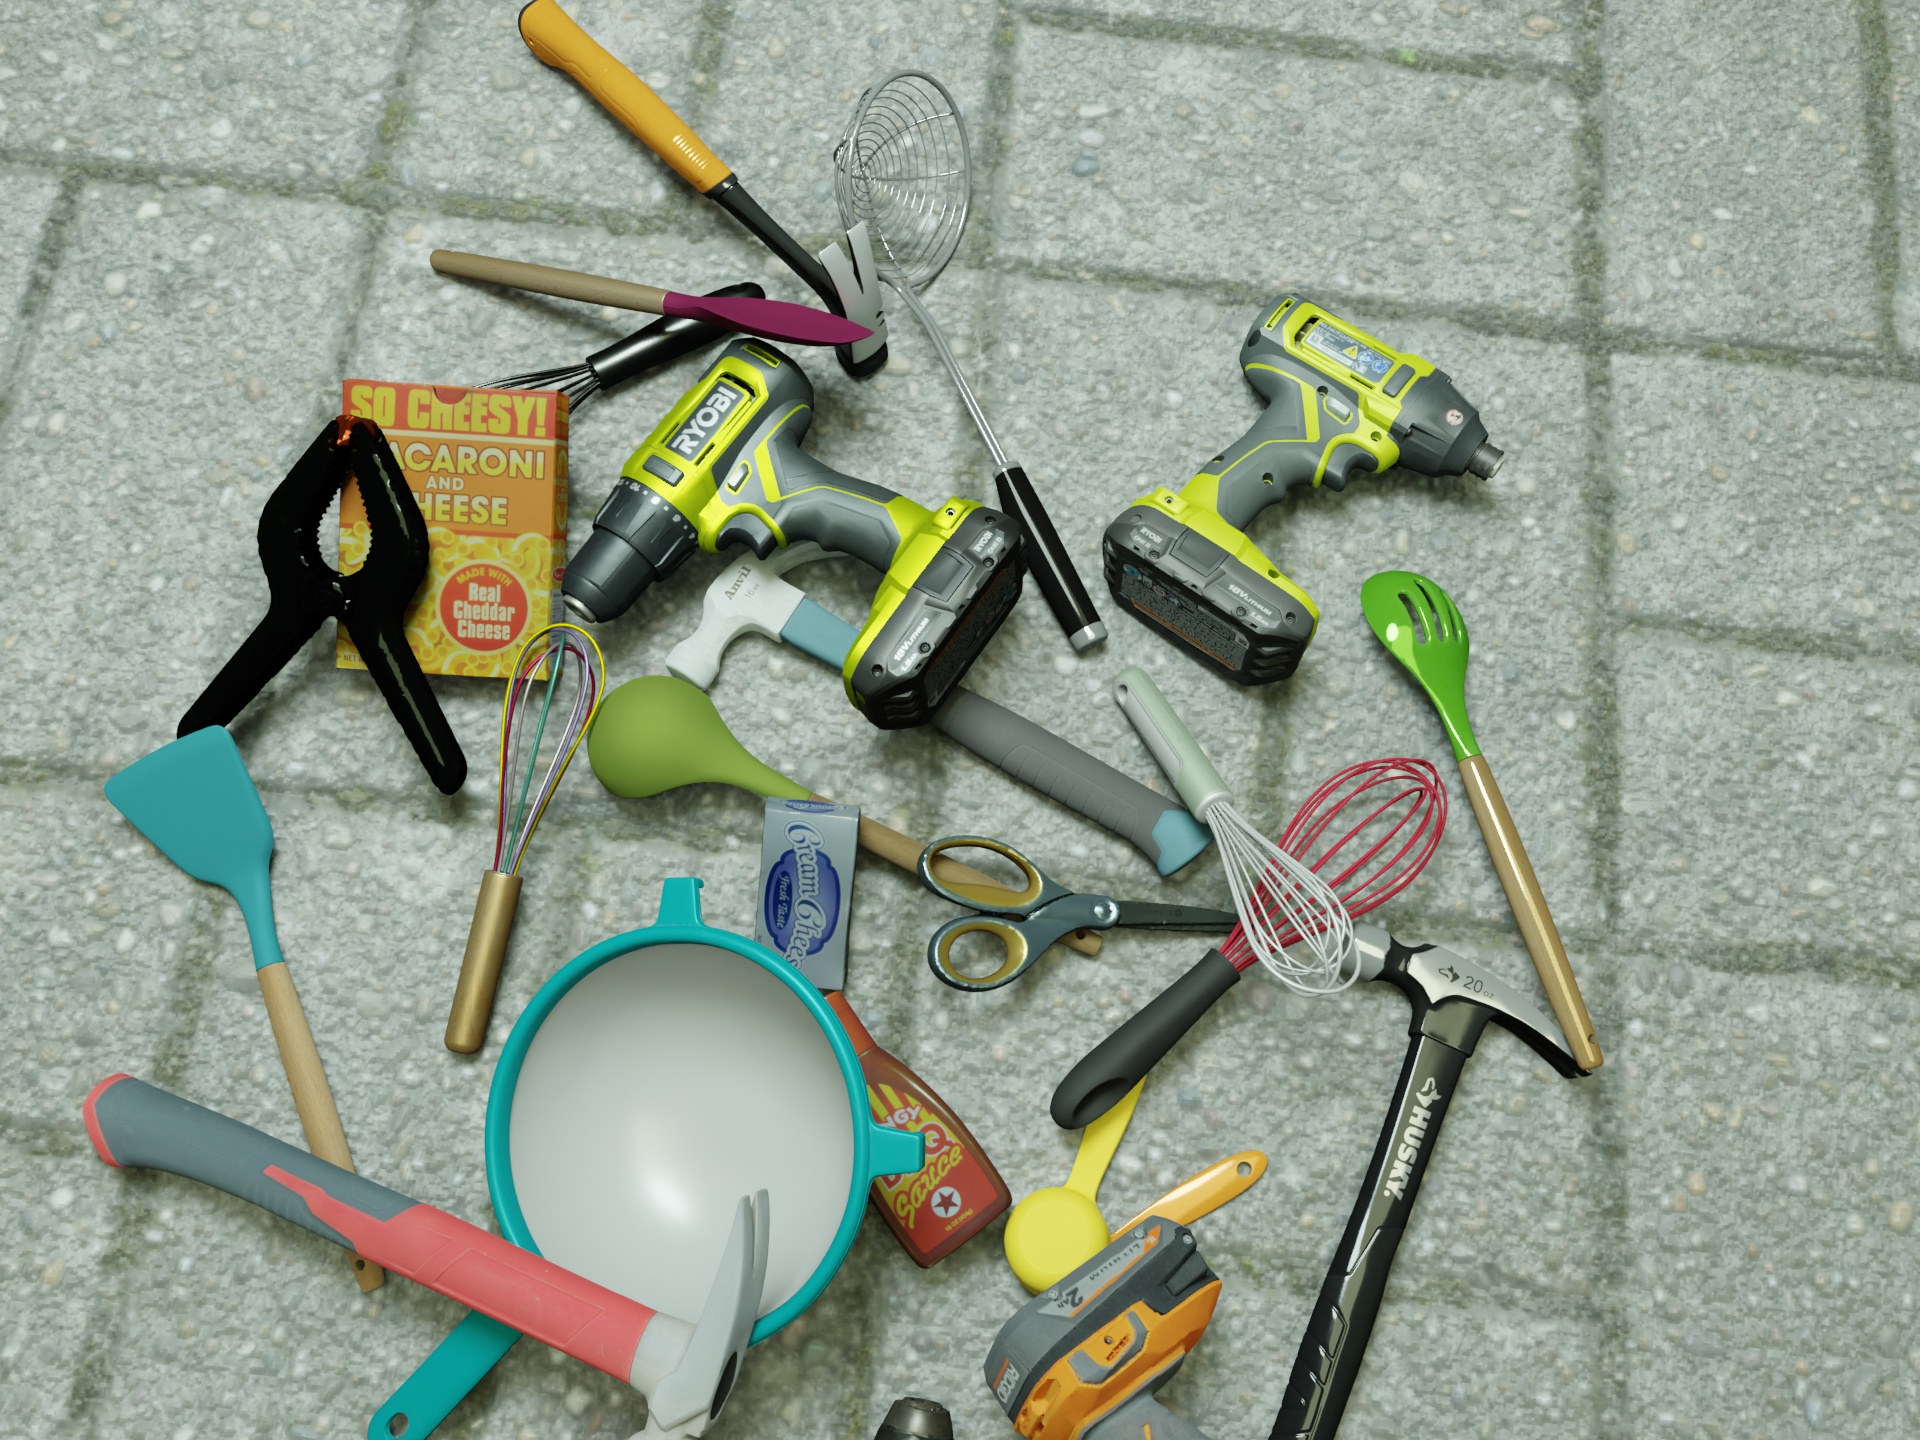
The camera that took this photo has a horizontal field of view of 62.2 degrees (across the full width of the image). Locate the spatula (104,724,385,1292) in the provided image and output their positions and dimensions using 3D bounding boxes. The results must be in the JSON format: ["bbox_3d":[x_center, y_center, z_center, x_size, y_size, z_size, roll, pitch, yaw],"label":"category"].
[{"bbox_3d":[-0.378,0.160,0.870,0.082,0.044,0.318,-26,77,6],"label":"spatula"}]

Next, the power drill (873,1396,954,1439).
[{"bbox_3d":[0.043,0.450,0.783,0.226,0.080,0.188,9,73,4],"label":"power drill"}]

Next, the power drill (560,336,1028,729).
[{"bbox_3d":[-0.096,-0.094,0.902,0.228,0.080,0.190,32,74,15],"label":"power drill"}]

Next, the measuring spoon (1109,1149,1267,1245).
[{"bbox_3d":[0.119,0.267,0.870,0.117,0.011,0.021,-27,76,-9],"label":"measuring spoon"}]

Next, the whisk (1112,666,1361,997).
[{"bbox_3d":[0.143,0.054,0.874,0.059,0.057,0.247,-8,44,-23],"label":"whisk"}]

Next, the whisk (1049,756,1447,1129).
[{"bbox_3d":[0.161,0.122,0.885,0.296,0.073,0.073,-41,79,-11],"label":"whisk"}]

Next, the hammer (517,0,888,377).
[{"bbox_3d":[-0.169,-0.356,1.001,0.034,0.127,0.337,-42,73,-11],"label":"hammer"}]

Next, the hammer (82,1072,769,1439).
[{"bbox_3d":[-0.280,0.241,0.798,0.386,0.038,0.143,17,87,18],"label":"hammer"}]

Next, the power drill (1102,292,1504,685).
[{"bbox_3d":[0.205,-0.138,0.955,0.171,0.080,0.223,35,73,16],"label":"power drill"}]

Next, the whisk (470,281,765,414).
[{"bbox_3d":[-0.224,-0.215,0.985,0.239,0.055,0.055,-31,77,-14],"label":"whisk"}]

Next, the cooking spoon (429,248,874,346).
[{"bbox_3d":[-0.196,-0.255,0.961,0.319,0.017,0.069,16,28,23],"label":"cooking spoon"}]

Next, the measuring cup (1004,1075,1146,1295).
[{"bbox_3d":[0.071,0.236,0.865,0.062,0.029,0.156,18,70,19],"label":"measuring cup"}]

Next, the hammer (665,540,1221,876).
[{"bbox_3d":[-0.001,-0.003,0.936,0.331,0.033,0.128,30,76,6],"label":"hammer"}]

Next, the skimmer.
[{"bbox_3d":[0.022,-0.220,0.970,0.090,0.127,0.363,-32,78,34],"label":"skimmer"}]

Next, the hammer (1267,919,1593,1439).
[{"bbox_3d":[0.225,0.287,0.857,0.146,0.035,0.335,23,74,6],"label":"hammer"}]

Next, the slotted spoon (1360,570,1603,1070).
[{"bbox_3d":[0.304,0.046,0.915,0.070,0.031,0.314,-5,68,-26],"label":"slotted spoon"}]

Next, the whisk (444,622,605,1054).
[{"bbox_3d":[-0.246,0.065,0.886,0.047,0.051,0.245,15,85,-28],"label":"whisk"}]

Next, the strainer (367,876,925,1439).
[{"bbox_3d":[-0.175,0.258,0.834,0.340,0.095,0.211,-47,73,7],"label":"strainer"}]

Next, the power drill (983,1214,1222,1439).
[{"bbox_3d":[0.137,0.357,0.764,0.164,0.084,0.227,-23,55,-32],"label":"power drill"}]

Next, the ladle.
[{"bbox_3d":[-0.066,0.063,0.916,0.320,0.062,0.078,26,65,-1],"label":"ladle"}]
